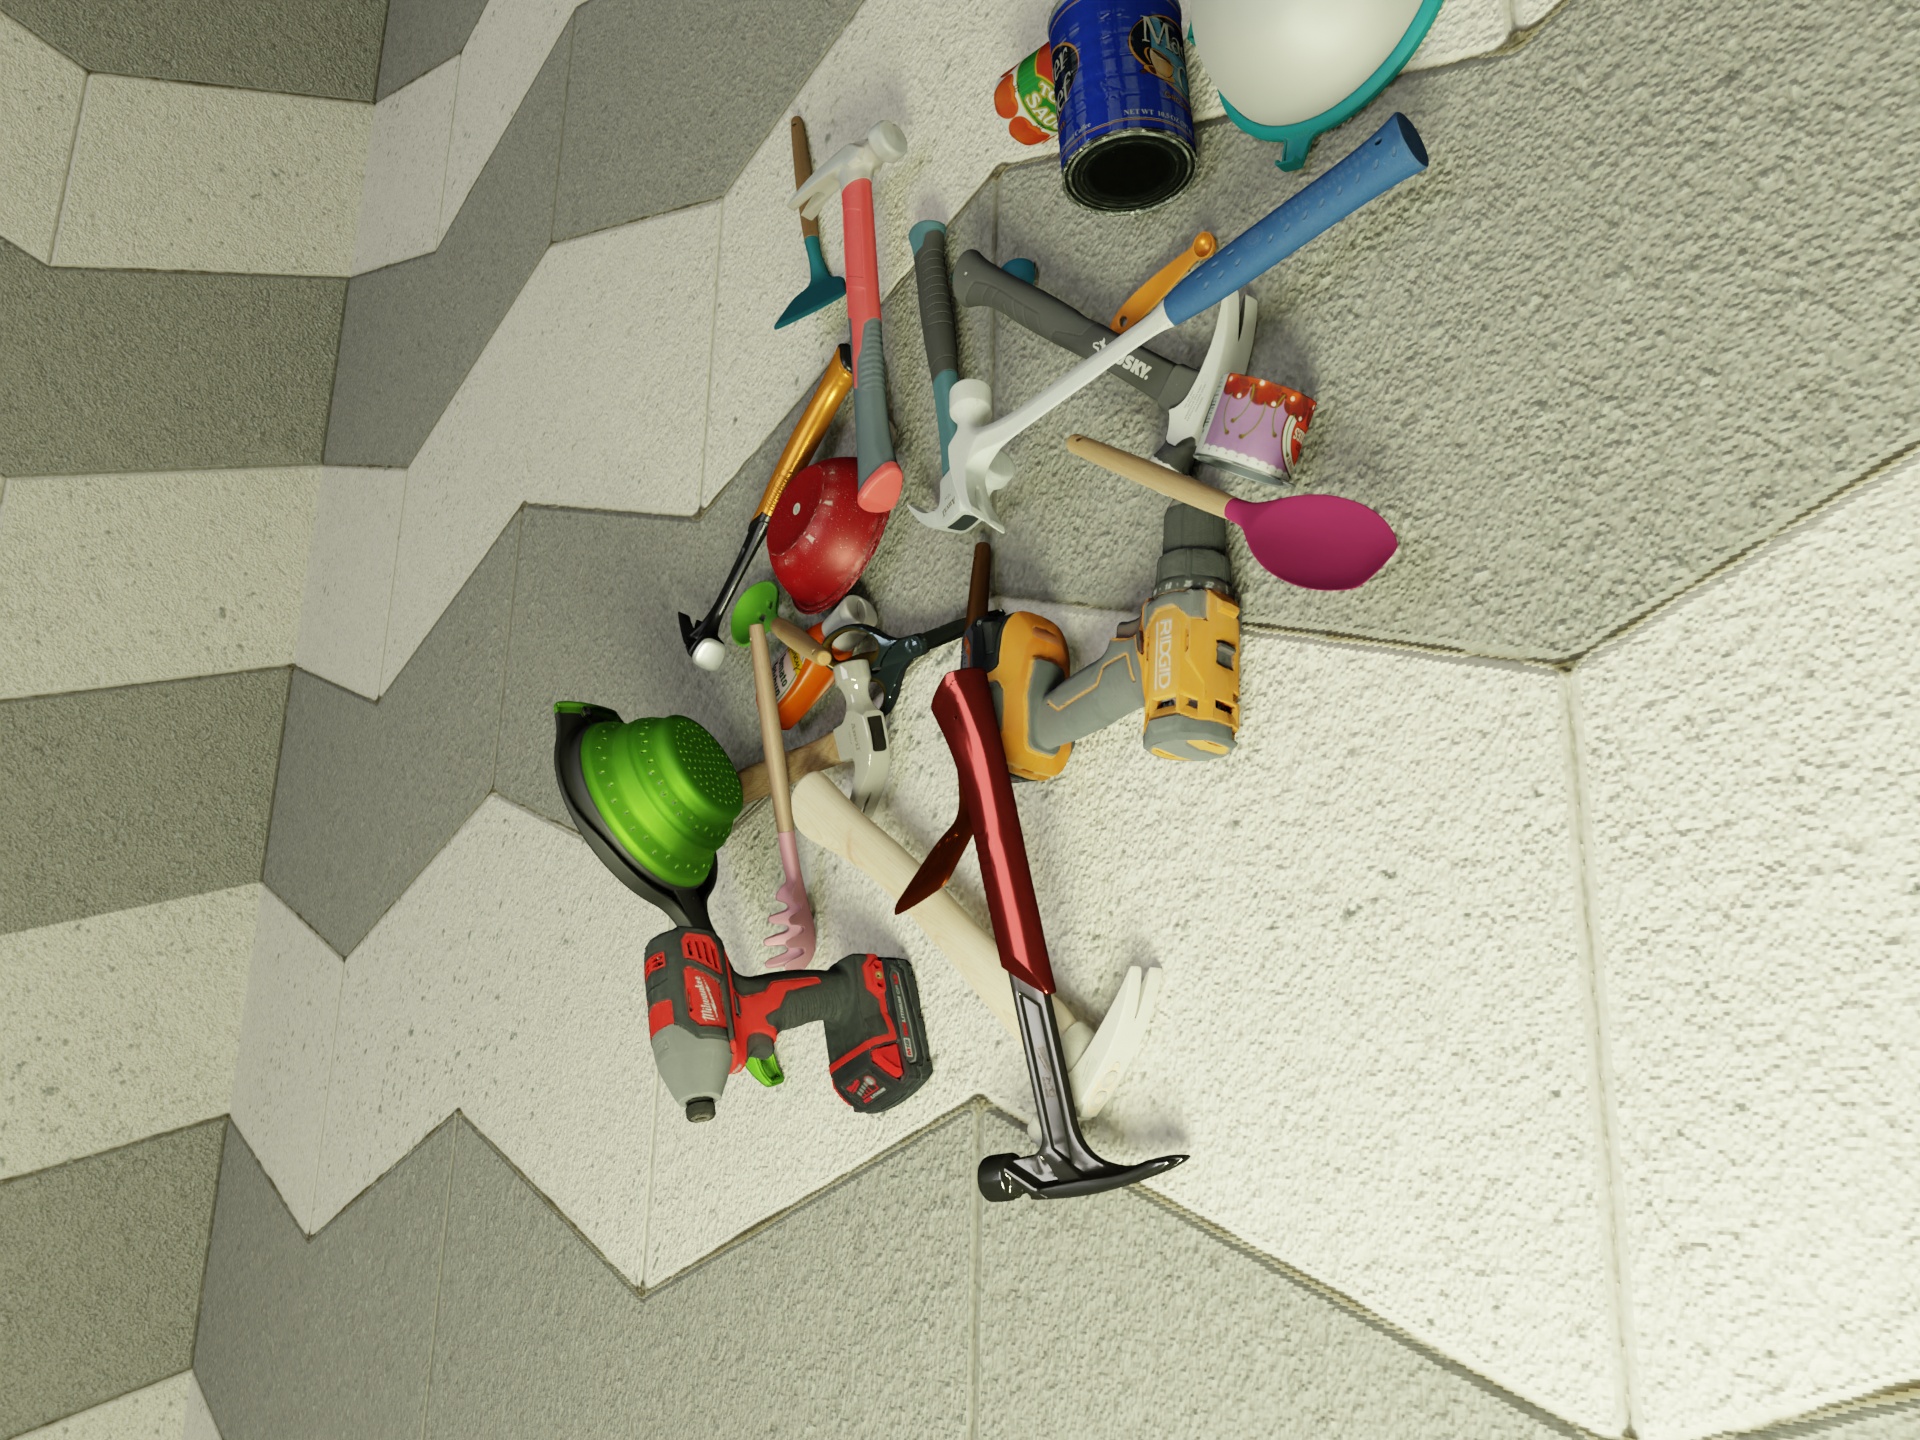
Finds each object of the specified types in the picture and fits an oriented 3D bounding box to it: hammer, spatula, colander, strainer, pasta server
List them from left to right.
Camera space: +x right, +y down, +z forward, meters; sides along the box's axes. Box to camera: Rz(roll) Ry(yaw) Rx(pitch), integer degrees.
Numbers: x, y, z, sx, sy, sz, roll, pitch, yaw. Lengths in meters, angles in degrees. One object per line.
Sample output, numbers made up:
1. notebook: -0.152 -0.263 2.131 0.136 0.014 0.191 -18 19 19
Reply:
1. colander: -0.227 0.132 1.425 0.094 0.204 0.397 -33 75 15
2. hammer: -0.183 -0.213 1.549 0.337 0.034 0.127 -60 25 11
3. pasta server: -0.164 0.072 1.397 0.060 0.040 0.316 -13 85 64
4. hammer: -0.163 0.049 1.449 0.331 0.031 0.130 -22 78 52
5. spatula: -0.159 -0.517 1.629 0.082 0.044 0.318 -21 58 19
6. hammer: -0.098 -0.359 1.457 0.143 0.038 0.387 -25 60 40
7. hammer: -0.013 -0.304 1.368 0.128 0.033 0.331 -46 43 49
8. hammer: -0.011 0.141 1.204 0.411 0.038 0.146 40 109 44
9. spatula: -0.002 -0.004 1.220 0.081 0.041 0.323 -37 40 52
10. hammer: 0.046 0.136 1.070 0.149 0.036 0.359 -20 75 33
11. hammer: 0.094 -0.301 1.219 0.335 0.035 0.146 43 113 44
12. hammer: 0.138 -0.272 1.096 0.405 0.035 0.144 -30 47 37
13. strainer: 0.262 -0.554 1.050 0.340 0.095 0.211 -49 45 34

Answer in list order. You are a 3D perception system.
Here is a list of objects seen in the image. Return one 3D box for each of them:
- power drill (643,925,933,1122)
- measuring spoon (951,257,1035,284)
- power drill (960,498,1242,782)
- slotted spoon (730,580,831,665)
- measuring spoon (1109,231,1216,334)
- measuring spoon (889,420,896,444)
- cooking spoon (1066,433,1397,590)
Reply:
1. power drill: -0.135 0.238 1.212 0.078 0.219 0.143 -41 49 38
2. measuring spoon: 0.020 -0.382 1.370 0.129 0.021 0.042 28 102 54
3. power drill: 0.101 -0.053 1.120 0.226 0.084 0.185 -14 66 46
4. slotted spoon: -0.161 -0.080 1.446 0.070 0.031 0.314 -62 22 1
5. measuring spoon: 0.152 -0.326 1.195 0.117 0.011 0.021 -37 64 45
6. measuring spoon: -0.072 -0.294 1.474 0.034 0.018 0.124 -38 45 40
7. cooking spoon: 0.163 -0.145 1.042 0.069 0.017 0.319 -44 38 -8
